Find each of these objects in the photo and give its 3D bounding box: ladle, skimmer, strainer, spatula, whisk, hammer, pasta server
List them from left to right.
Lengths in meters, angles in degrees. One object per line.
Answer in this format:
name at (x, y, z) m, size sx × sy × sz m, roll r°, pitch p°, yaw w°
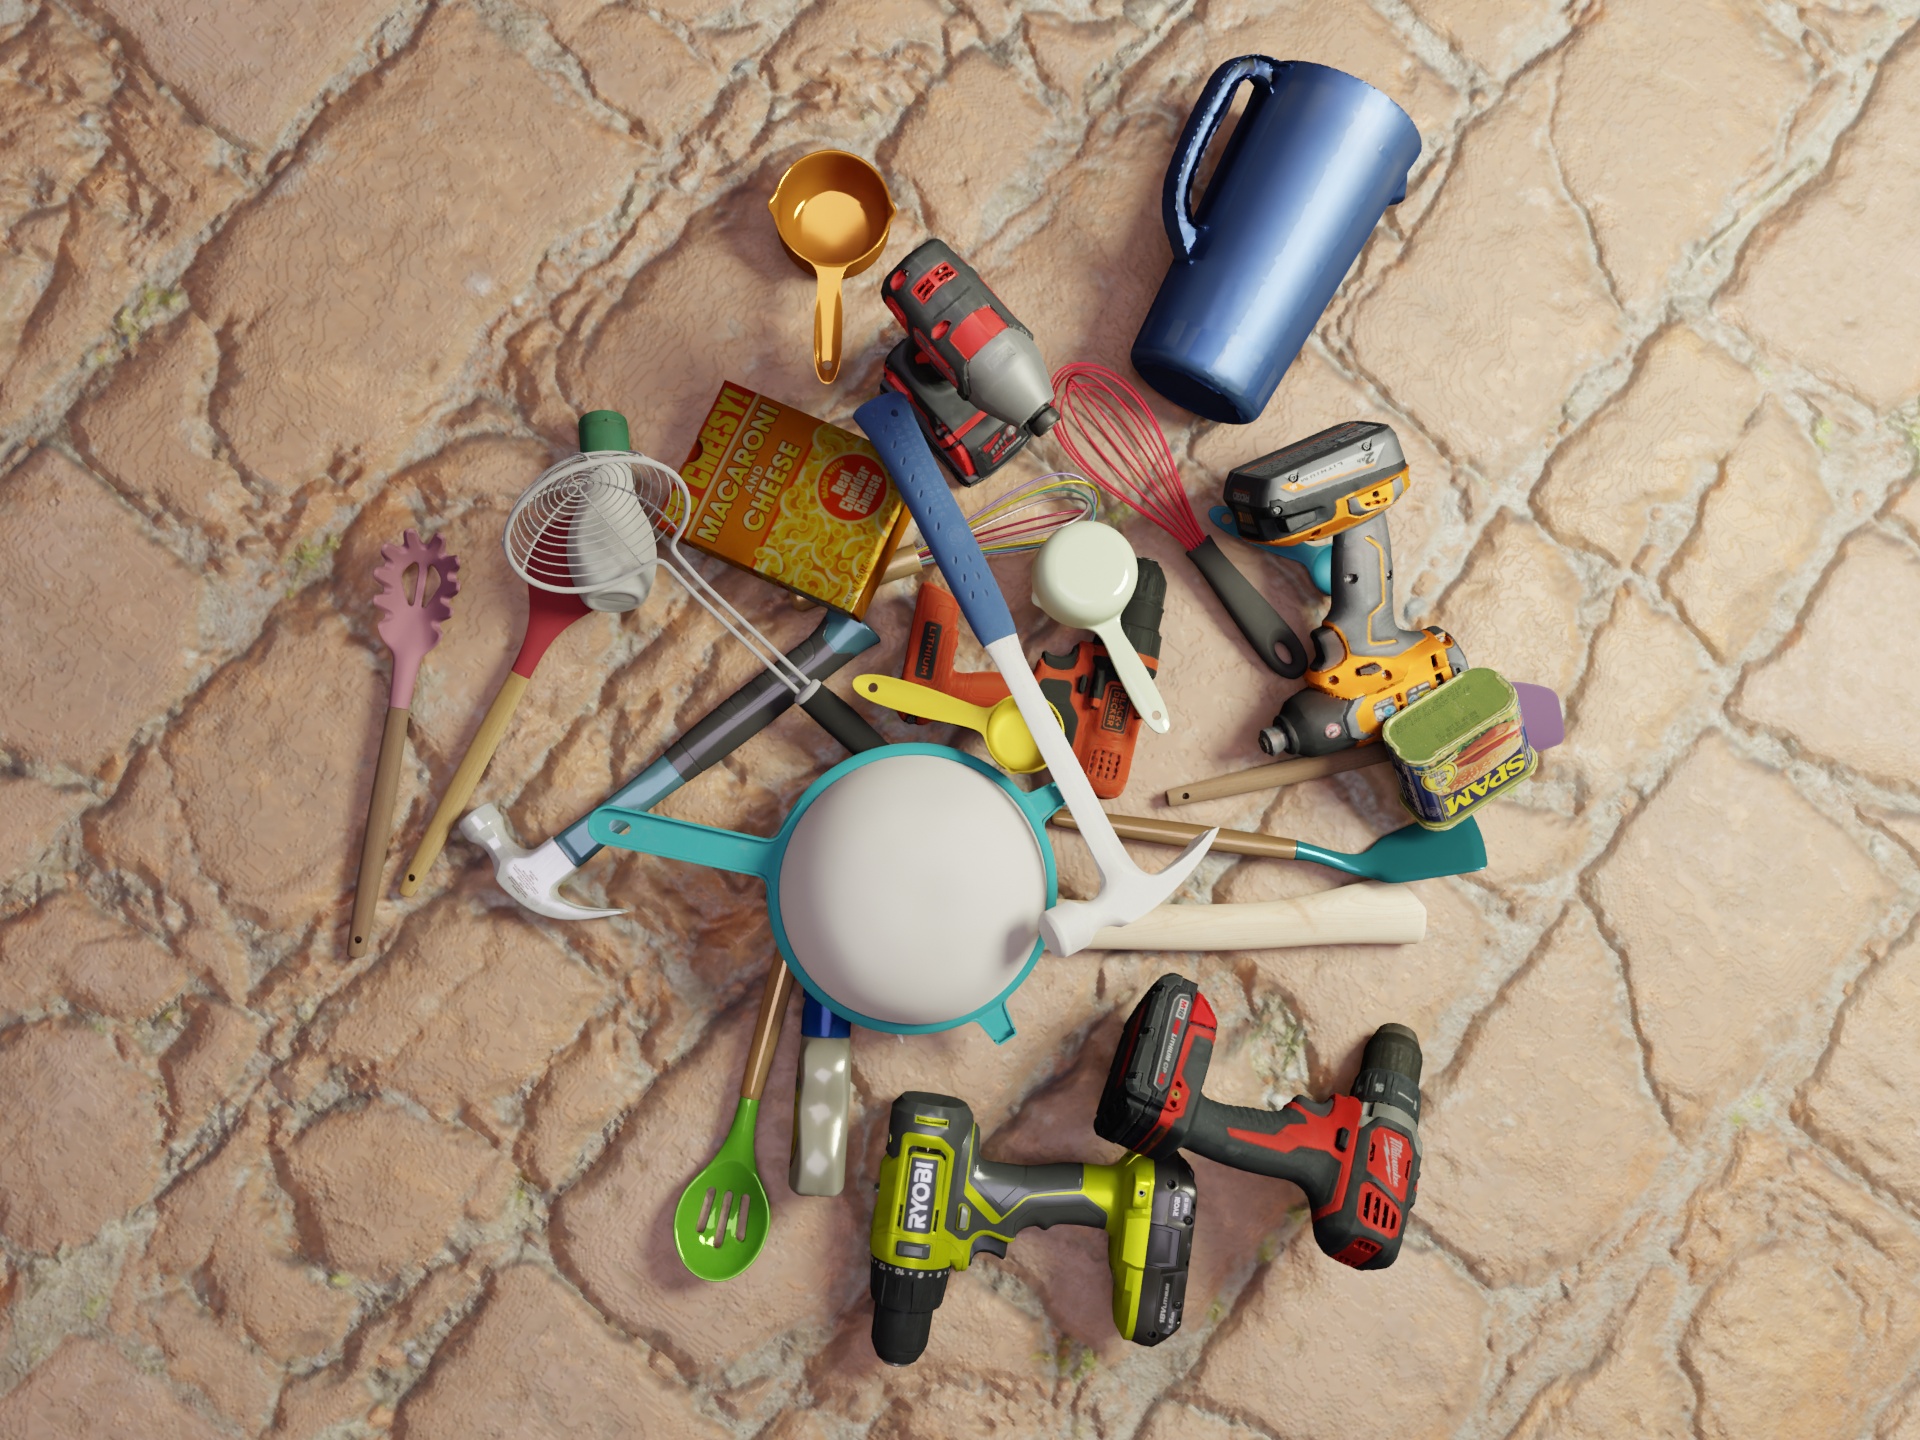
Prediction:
pasta server at (-0.418, 0.018, 1.168) m, size 0.060 × 0.040 × 0.316 m, roll 10°, pitch 88°, yaw -13°
ladle at (-0.340, -0.012, 1.180) m, size 0.069 × 0.031 × 0.315 m, roll 27°, pitch 88°, yaw -3°
hammer at (-0.202, 0.025, 1.180) m, size 0.331 × 0.033 × 0.128 m, roll -38°, pitch 89°, yaw -4°
skimmer at (-0.153, -0.047, 1.107) m, size 0.127 × 0.090 × 0.363 m, roll -39°, pitch 111°, yaw 18°
strainer at (-0.091, 0.107, 1.101) m, size 0.340 × 0.095 × 0.211 m, roll 13°, pitch 88°, yaw -8°
whisk at (-0.010, -0.126, 1.196) m, size 0.245 × 0.047 × 0.051 m, roll -19°, pitch 77°, yaw 1°
hammer at (0.037, -0.048, 1.109) m, size 0.144 × 0.035 × 0.405 m, roll -24°, pitch 83°, yaw -21°
hammer at (0.143, 0.163, 1.191) m, size 0.410 × 0.038 × 0.146 m, roll 0°, pitch 89°, yaw -3°
whisk at (0.167, -0.148, 1.198) m, size 0.073 × 0.073 × 0.296 m, roll -40°, pitch 96°, yaw -4°
spatula at (0.227, 0.084, 1.193) m, size 0.317 × 0.082 × 0.044 m, roll 7°, pitch 122°, yaw 1°
spatula at (0.309, 0.024, 1.214) m, size 0.316 × 0.018 × 0.060 m, roll -13°, pitch 93°, yaw -4°

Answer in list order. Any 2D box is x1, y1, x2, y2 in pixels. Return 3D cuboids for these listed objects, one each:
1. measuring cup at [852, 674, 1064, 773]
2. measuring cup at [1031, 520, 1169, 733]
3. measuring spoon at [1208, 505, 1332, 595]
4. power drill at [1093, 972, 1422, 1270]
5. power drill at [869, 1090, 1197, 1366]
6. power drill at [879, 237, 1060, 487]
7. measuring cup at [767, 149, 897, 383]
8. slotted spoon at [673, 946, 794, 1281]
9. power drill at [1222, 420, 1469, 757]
measuring cup at (-0.002, -0.004, 1.142) m, size 0.156 × 0.029 × 0.062 m, roll 17°, pitch 81°, yaw 5°
measuring cup at (0.111, -0.068, 1.143) m, size 0.083 × 0.038 × 0.168 m, roll -26°, pitch 82°, yaw -9°
measuring spoon at (0.250, -0.133, 1.223) m, size 0.128 × 0.021 × 0.042 m, roll 26°, pitch 90°, yaw 8°
power drill at (0.228, 0.267, 1.145) m, size 0.226 × 0.080 × 0.188 m, roll 25°, pitch 51°, yaw 1°
power drill at (0.046, 0.382, 1.157) m, size 0.228 × 0.080 × 0.190 m, roll 8°, pitch 87°, yaw 0°
power drill at (0.008, -0.239, 1.109) m, size 0.078 × 0.219 × 0.143 m, roll -42°, pitch 90°, yaw -4°
measuring cup at (-0.097, -0.334, 1.194) m, size 0.095 × 0.052 × 0.173 m, roll 2°, pitch 89°, yaw -3°
slotted spoon at (-0.147, 0.254, 1.177) m, size 0.070 × 0.031 × 0.314 m, roll 14°, pitch 85°, yaw -2°
power drill at (0.269, -0.085, 1.158) m, size 0.164 × 0.084 × 0.226 m, roll -24°, pitch 109°, yaw -9°
